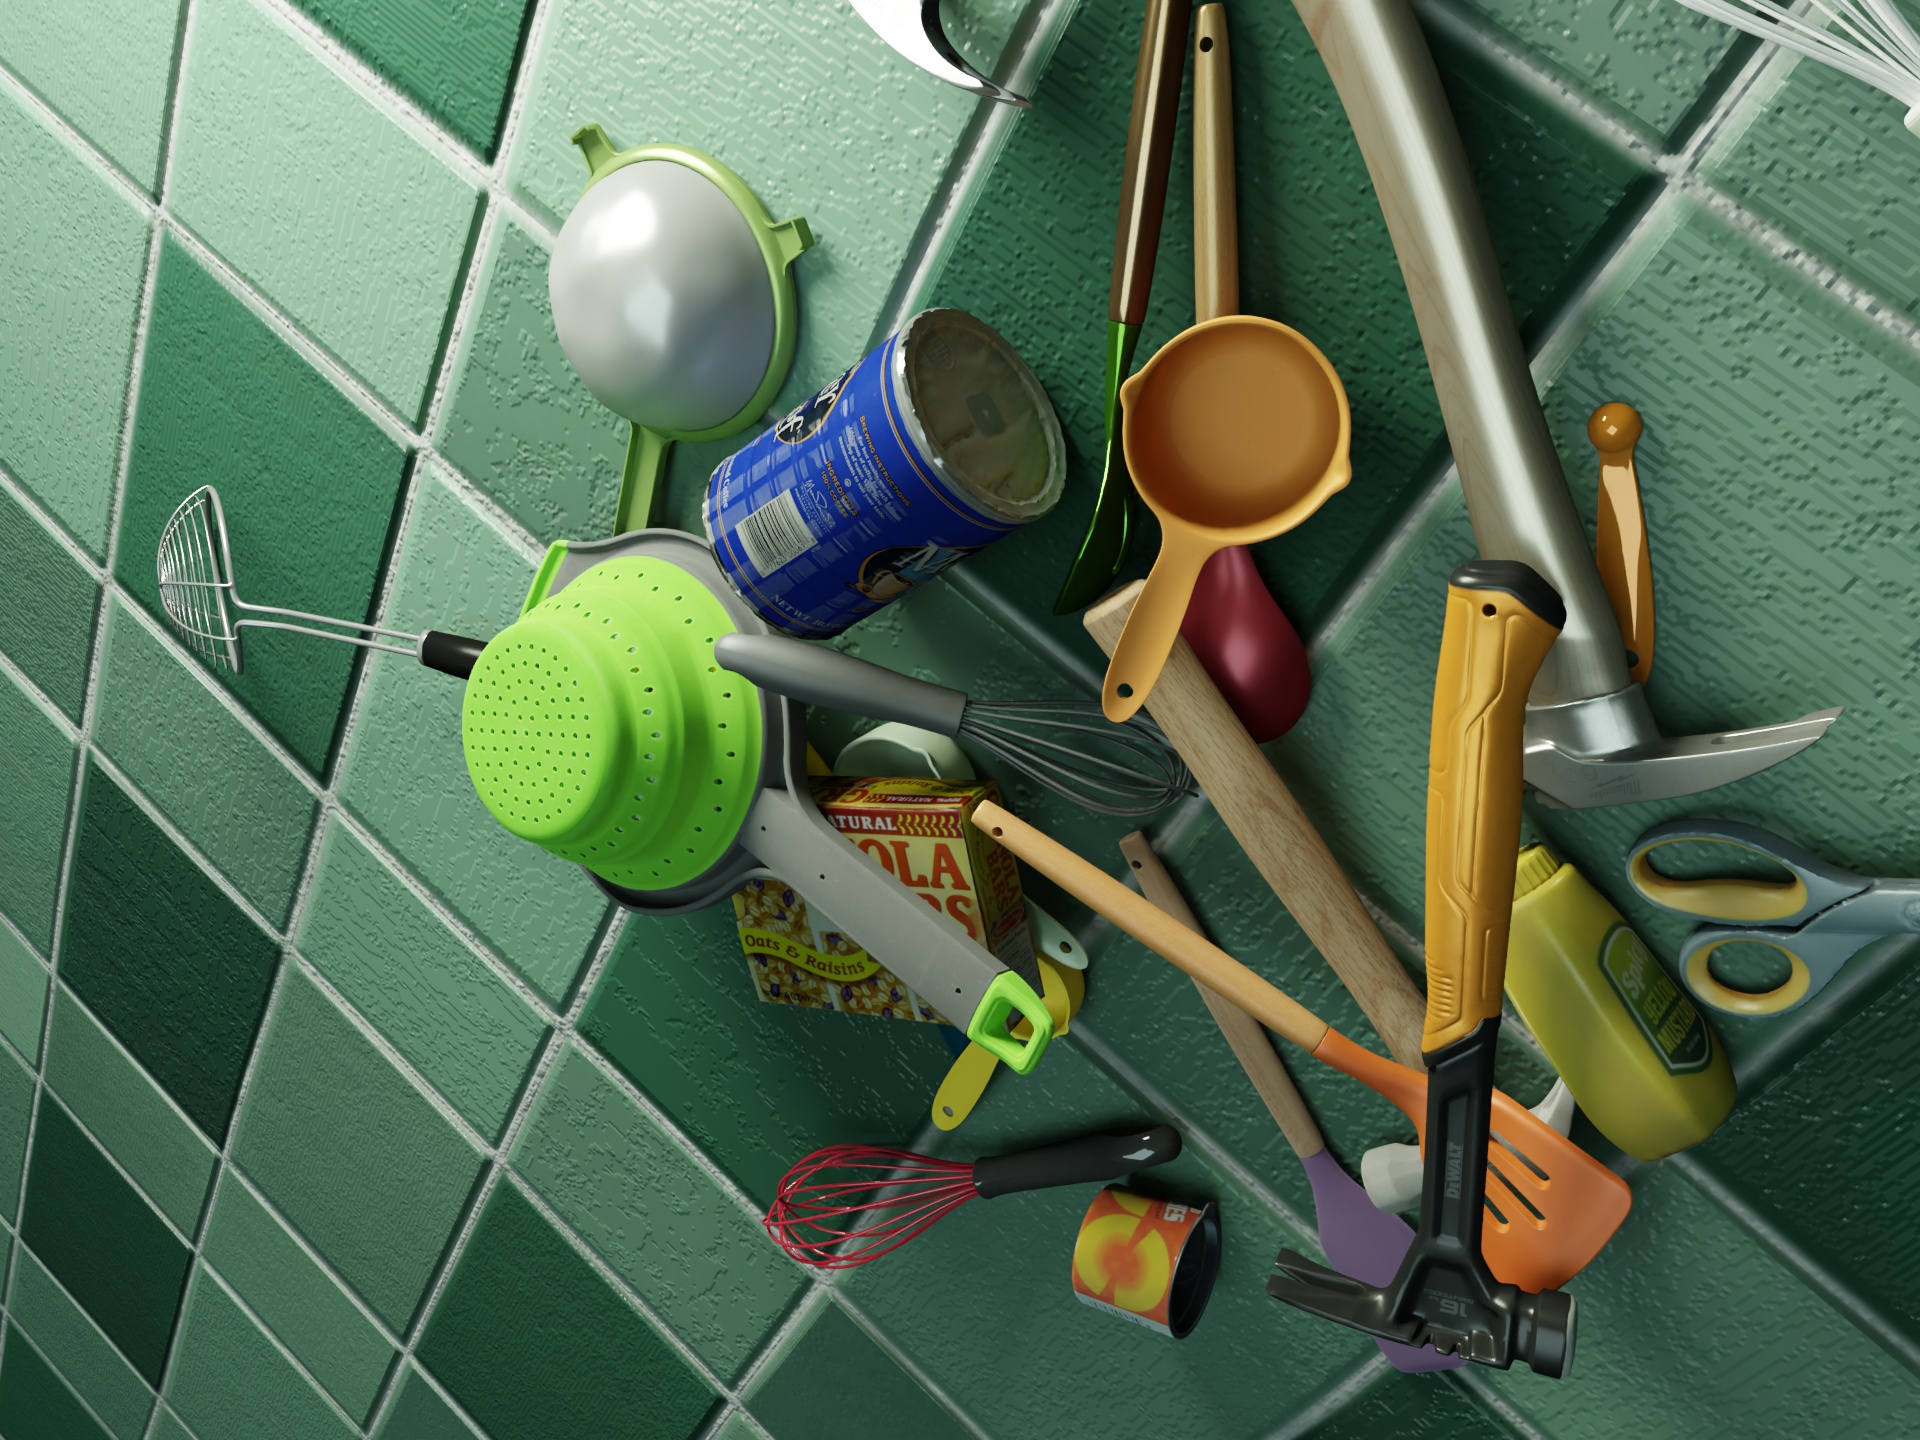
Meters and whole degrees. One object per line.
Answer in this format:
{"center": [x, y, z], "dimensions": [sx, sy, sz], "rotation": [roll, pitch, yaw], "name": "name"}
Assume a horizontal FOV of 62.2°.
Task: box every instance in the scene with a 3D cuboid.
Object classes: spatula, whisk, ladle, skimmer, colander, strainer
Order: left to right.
{"center": [-0.377, -0.068, 1.029], "dimensions": [0.363, 0.090, 0.127], "rotation": [12, 115, 18], "name": "skimmer"}
{"center": [-0.174, -0.165, 0.823], "dimensions": [0.151, 0.069, 0.256], "rotation": [30, 123, 20], "name": "strainer"}
{"center": [-0.125, 0.046, 0.772], "dimensions": [0.397, 0.094, 0.204], "rotation": [36, 112, 27], "name": "colander"}
{"center": [-0.002, 0.265, 0.910], "dimensions": [0.296, 0.073, 0.073], "rotation": [-21, 98, 33], "name": "whisk"}
{"center": [-0.001, -0.001, 0.749], "dimensions": [0.239, 0.055, 0.055], "rotation": [16, 122, 0], "name": "whisk"}
{"center": [0.112, -0.133, 0.676], "dimensions": [0.069, 0.031, 0.315], "rotation": [5, 112, 27], "name": "ladle"}
{"center": [0.137, 0.132, 0.707], "dimensions": [0.323, 0.041, 0.081], "rotation": [33, 121, 9], "name": "spatula"}
{"center": [0.164, 0.191, 0.790], "dimensions": [0.060, 0.018, 0.316], "rotation": [-28, 95, 38], "name": "spatula"}
{"center": [0.304, -0.204, 0.507], "dimensions": [0.246, 0.058, 0.059], "rotation": [43, 162, 7], "name": "whisk"}

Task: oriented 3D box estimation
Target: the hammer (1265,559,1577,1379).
{"center": [0.194, 0.103, 0.639], "dimensions": [0.127, 0.034, 0.336], "rotation": [7, 108, 24], "name": "hammer"}

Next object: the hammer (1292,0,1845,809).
{"center": [0.193, -0.161, 0.592], "dimensions": [0.146, 0.038, 0.410], "rotation": [-13, 101, 46], "name": "hammer"}

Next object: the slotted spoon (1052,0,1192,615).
{"center": [0.073, -0.192, 0.662], "dimensions": [0.031, 0.070, 0.313], "rotation": [8, 112, 6], "name": "slotted spoon"}

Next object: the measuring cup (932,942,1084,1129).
{"center": [0.021, 0.173, 0.873], "dimensions": [0.062, 0.029, 0.156], "rotation": [38, 129, 14], "name": "measuring cup"}

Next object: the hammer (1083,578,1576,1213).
{"center": [0.162, 0.078, 0.709], "dimensions": [0.130, 0.031, 0.331], "rotation": [-29, 101, 36], "name": "hammer"}

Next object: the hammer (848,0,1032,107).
{"center": [0.089, -0.398, 0.548], "dimensions": [0.409, 0.036, 0.149], "rotation": [-42, 65, 35], "name": "hammer"}

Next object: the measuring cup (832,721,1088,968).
{"center": [0.008, 0.065, 0.827], "dimensions": [0.167, 0.038, 0.083], "rotation": [40, 128, 9], "name": "measuring cup"}

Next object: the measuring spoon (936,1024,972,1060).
{"center": [-0.010, 0.146, 0.891], "dimensions": [0.042, 0.021, 0.128], "rotation": [-16, 110, 23], "name": "measuring spoon"}

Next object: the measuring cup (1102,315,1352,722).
{"center": [0.097, -0.082, 0.654], "dimensions": [0.095, 0.052, 0.173], "rotation": [22, 112, 3], "name": "measuring cup"}

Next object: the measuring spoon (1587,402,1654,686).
{"center": [0.256, -0.065, 0.617], "dimensions": [0.021, 0.011, 0.117], "rotation": [1, 111, 33], "name": "measuring spoon"}
